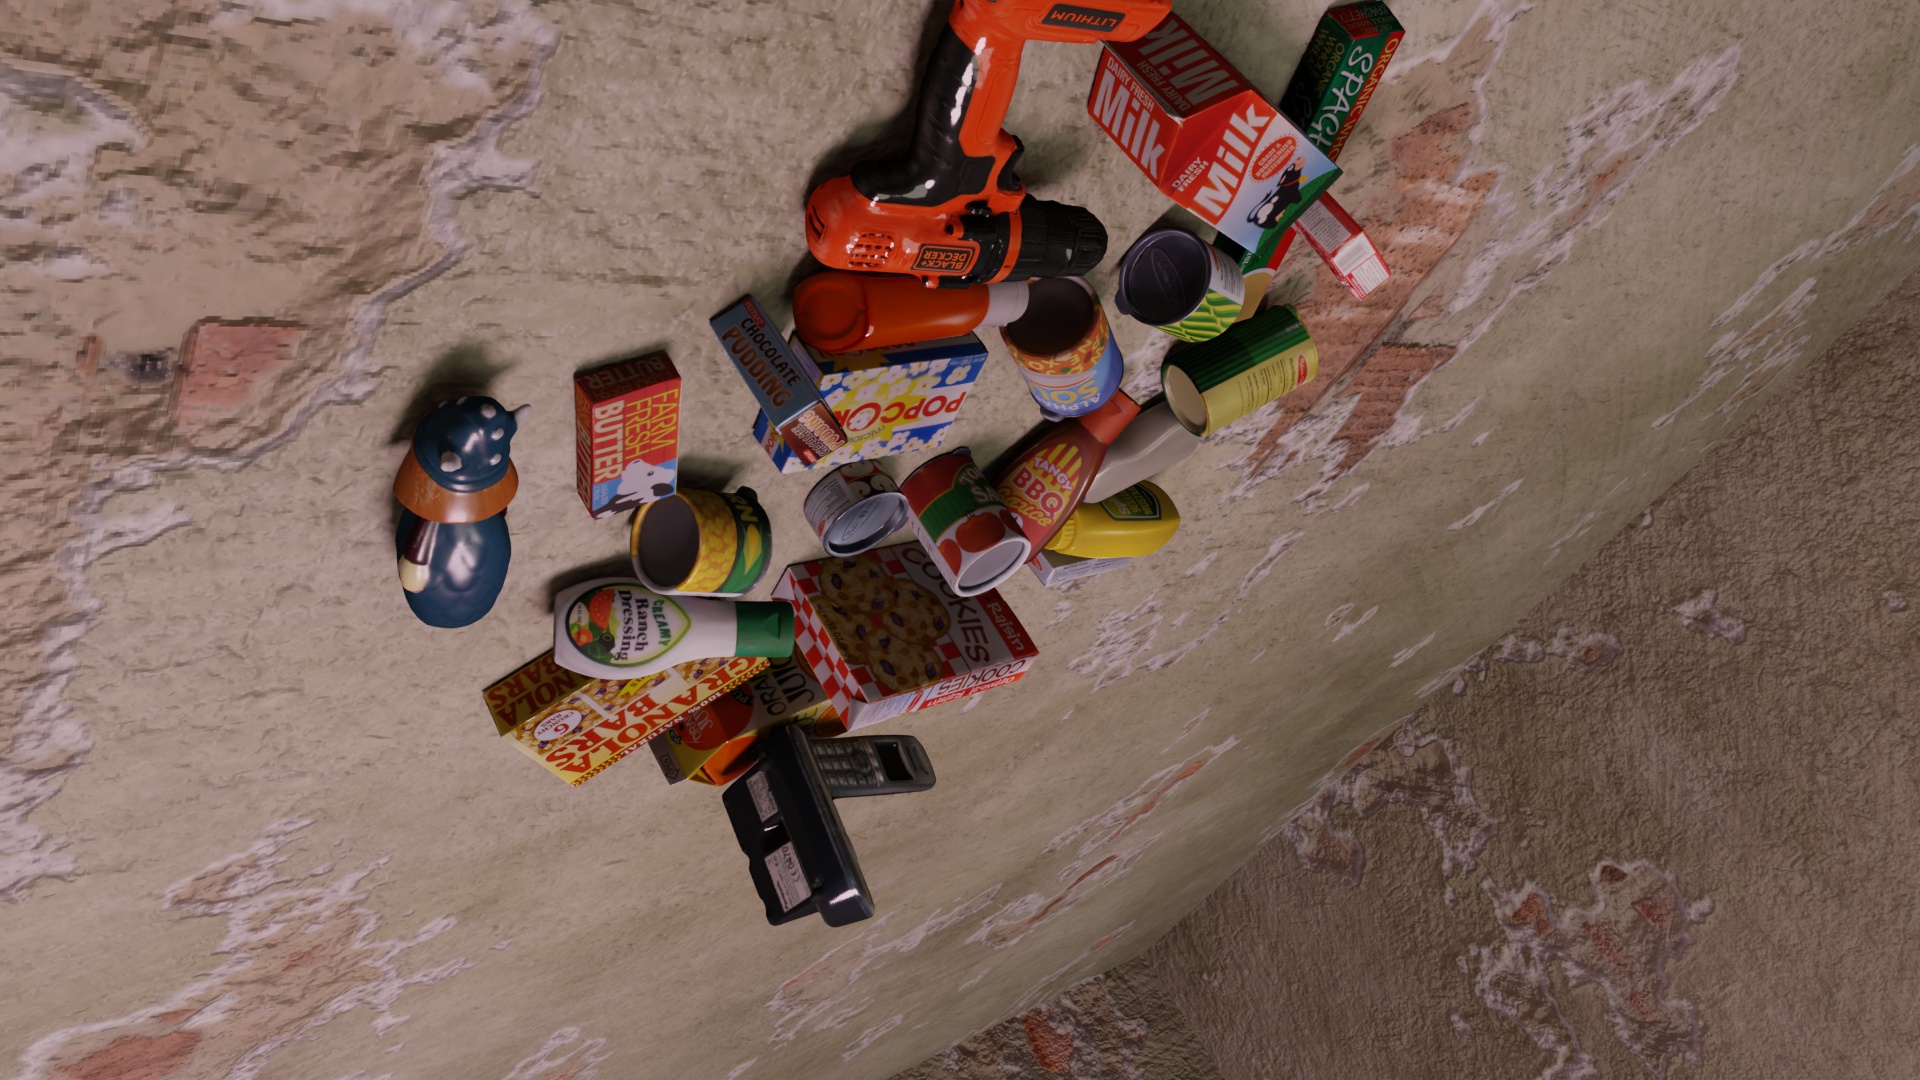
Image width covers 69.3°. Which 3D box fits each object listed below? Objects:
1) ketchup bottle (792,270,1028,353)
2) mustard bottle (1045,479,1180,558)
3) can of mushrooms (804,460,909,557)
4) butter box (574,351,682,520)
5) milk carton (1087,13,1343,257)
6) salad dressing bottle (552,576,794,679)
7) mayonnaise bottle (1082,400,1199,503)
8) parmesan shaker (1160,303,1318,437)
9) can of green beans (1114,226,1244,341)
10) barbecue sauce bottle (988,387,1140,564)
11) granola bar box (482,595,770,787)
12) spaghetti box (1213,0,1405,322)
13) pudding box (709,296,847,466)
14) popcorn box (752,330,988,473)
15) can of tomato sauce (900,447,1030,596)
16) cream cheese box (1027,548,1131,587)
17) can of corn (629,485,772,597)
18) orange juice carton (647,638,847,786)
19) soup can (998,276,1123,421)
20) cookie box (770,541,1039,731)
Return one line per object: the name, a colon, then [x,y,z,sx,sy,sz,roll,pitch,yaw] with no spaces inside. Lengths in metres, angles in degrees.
ketchup bottle: [-0.021,-0.135,0.790,0.149,0.064,0.043,-16,106,-46]
mustard bottle: [0.110,-0.016,1.151,0.161,0.065,0.048,-7,140,-38]
can of mushrooms: [-0.070,-0.022,0.954,0.071,0.033,0.070,-28,153,-15]
butter box: [-0.183,-0.057,0.766,0.053,0.024,0.103,-22,152,-27]
milk carton: [0.141,-0.233,0.796,0.073,0.072,0.191,-46,152,21]
salad dressing bottle: [-0.181,0.056,0.880,0.148,0.064,0.044,1,167,-18]
mayonnaise bottle: [0.121,-0.063,1.107,0.148,0.041,0.064,-26,154,-16]
parmesan shaker: [0.214,-0.133,1.070,0.103,0.071,0.071,-27,154,-14]
can of green beans: [0.148,-0.169,0.924,0.071,0.071,0.058,-46,153,22]
barbecue sauce bottle: [0.074,-0.055,1.043,0.148,0.065,0.044,-49,-179,10]
granola bar box: [-0.226,0.095,0.962,0.166,0.039,0.123,-32,154,-6]
spaghetti box: [0.216,-0.240,0.927,0.050,0.029,0.248,-20,151,-29]
pudding box: [-0.098,-0.086,0.749,0.030,0.084,0.049,-34,155,-1]
popcorn box: [-0.054,-0.090,0.849,0.127,0.038,0.084,-13,148,-38]
can of tomato sauce: [0.004,-0.013,1.001,0.071,0.083,0.071,-27,154,-15]
cream cheese box: [0.096,0.005,1.181,0.104,0.053,0.024,-12,144,-40]
can of corn: [-0.158,-0.001,0.848,0.071,0.071,0.058,-47,152,24]
orange juice carton: [-0.149,0.124,1.067,0.193,0.072,0.072,-20,150,-29]
soup can: [0.065,-0.124,0.897,0.071,0.071,0.083,-36,154,2]
cookie box: [-0.038,0.063,1.035,0.168,0.123,0.040,-11,147,-40]
